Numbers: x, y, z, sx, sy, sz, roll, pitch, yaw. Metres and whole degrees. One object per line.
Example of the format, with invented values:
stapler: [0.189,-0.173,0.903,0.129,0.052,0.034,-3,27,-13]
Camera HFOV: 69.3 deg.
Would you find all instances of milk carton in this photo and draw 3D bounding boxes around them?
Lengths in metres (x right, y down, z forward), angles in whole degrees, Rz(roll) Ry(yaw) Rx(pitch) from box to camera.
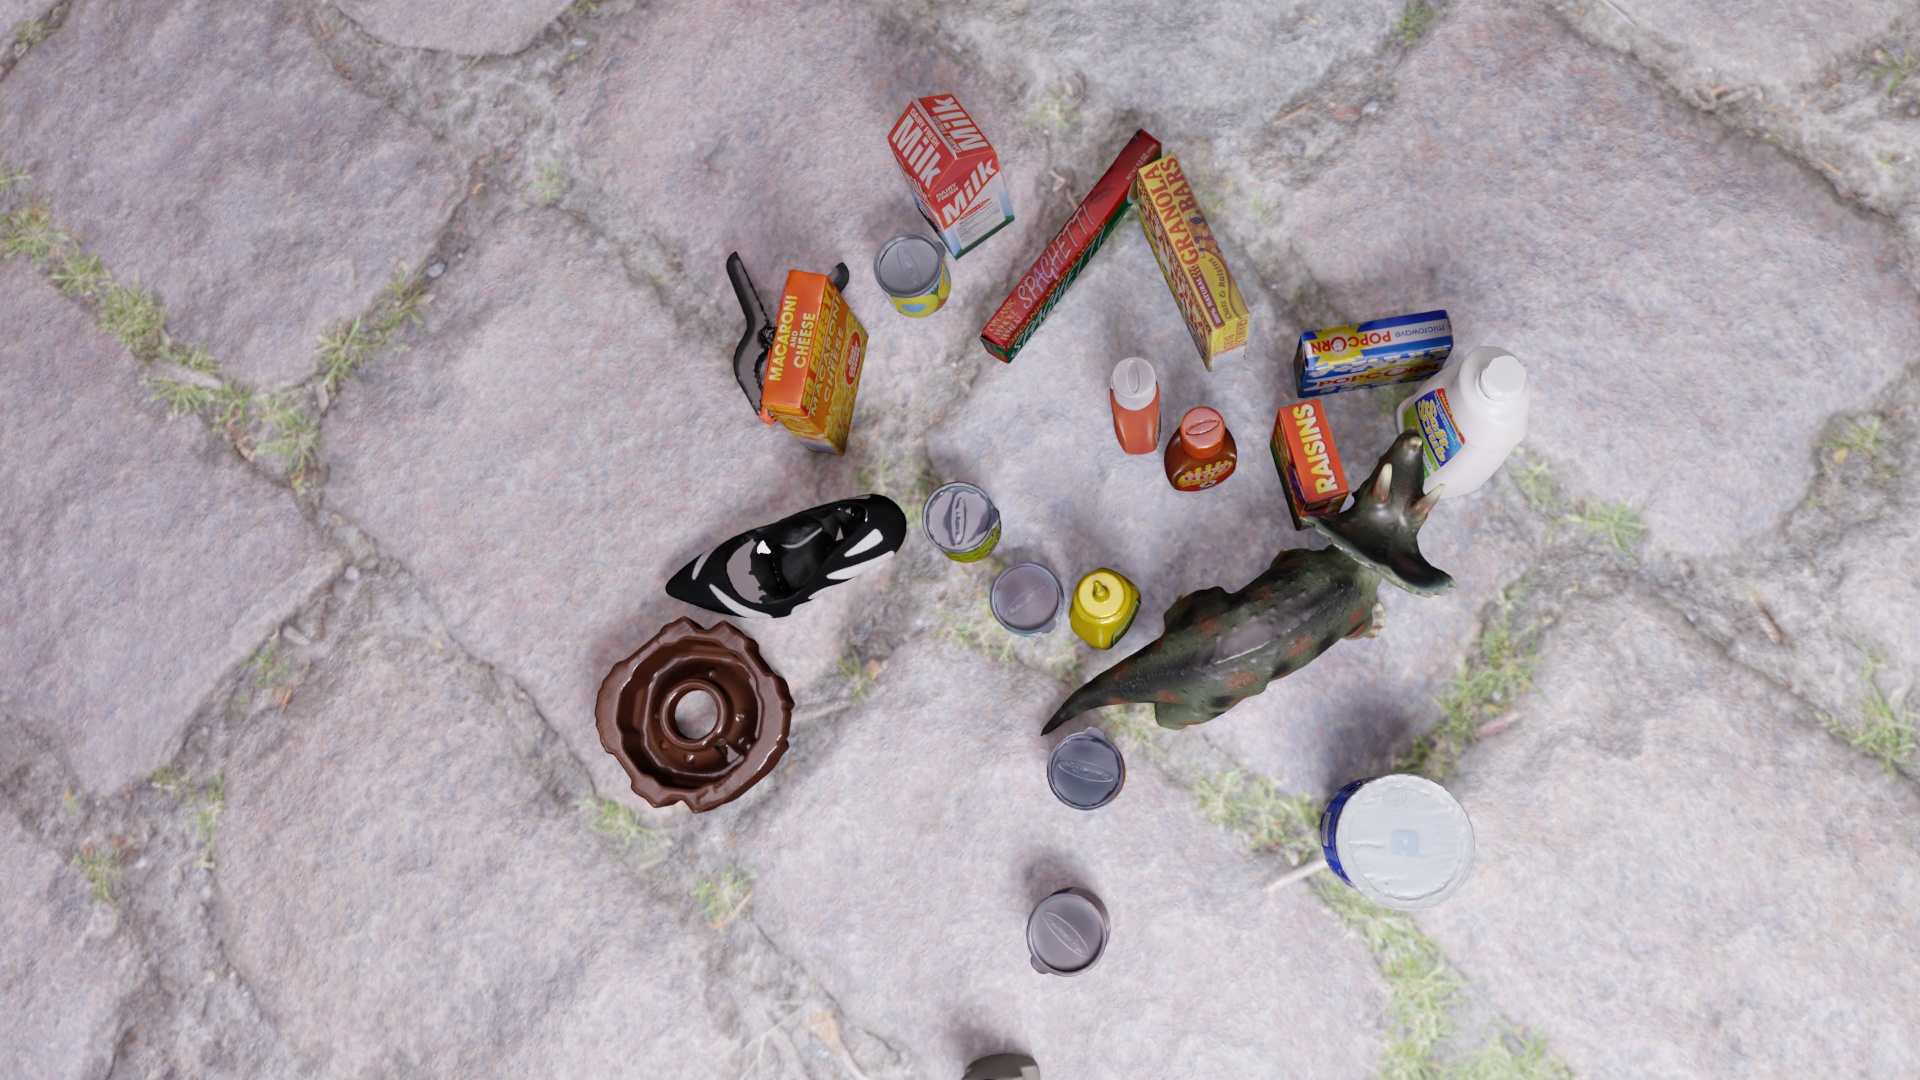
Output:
milk carton: [-0.009,-0.337,1.266,0.073,0.190,0.072,-35,76,1]

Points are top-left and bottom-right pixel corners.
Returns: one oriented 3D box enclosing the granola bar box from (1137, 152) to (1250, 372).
granola bar box: [0.208,-0.246,1.249,0.039,0.124,0.166,-23,77,4]

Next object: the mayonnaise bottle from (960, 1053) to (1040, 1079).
mayonnaise bottle: [0.028,0.449,1.126,0.065,0.148,0.041,-5,79,8]

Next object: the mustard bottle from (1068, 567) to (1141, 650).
mustard bottle: [0.122,0.055,1.184,0.049,0.160,0.065,32,86,13]

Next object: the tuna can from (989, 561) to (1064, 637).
tuna can: [0.063,0.056,1.258,0.071,0.033,0.071,-2,79,8]

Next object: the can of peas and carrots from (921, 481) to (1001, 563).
can of peas and carrots: [0.005,-0.016,1.268,0.071,0.058,0.071,-2,79,9]

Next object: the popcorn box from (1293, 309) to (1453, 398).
popcorn box: [0.363,-0.164,1.229,0.127,0.085,0.038,-8,78,7]

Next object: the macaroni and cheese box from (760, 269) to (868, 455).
macaroni and cheese box: [-0.131,-0.157,1.261,0.040,0.166,0.124,9,81,10]

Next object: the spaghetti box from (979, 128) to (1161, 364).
spaghetti box: [0.106,-0.275,1.308,0.029,0.050,0.250,37,86,13]

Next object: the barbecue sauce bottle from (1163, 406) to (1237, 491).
barbecue sauce bottle: [0.208,-0.080,1.203,0.065,0.148,0.044,-17,77,5]

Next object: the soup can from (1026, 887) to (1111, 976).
soup can: [0.091,0.331,1.173,0.071,0.083,0.071,-2,79,9]

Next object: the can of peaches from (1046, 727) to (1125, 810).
can of peaches: [0.111,0.199,1.209,0.071,0.058,0.071,-2,79,9]

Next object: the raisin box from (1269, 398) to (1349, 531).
raisin box: [0.299,-0.064,1.199,0.040,0.123,0.086,-15,77,6]

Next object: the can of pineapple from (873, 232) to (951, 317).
can of pineapple: [-0.043,-0.252,1.323,0.071,0.058,0.071,-2,79,9]

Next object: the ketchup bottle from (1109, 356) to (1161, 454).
ketchup bottle: [0.153,-0.122,1.220,0.043,0.148,0.065,-5,79,8]
